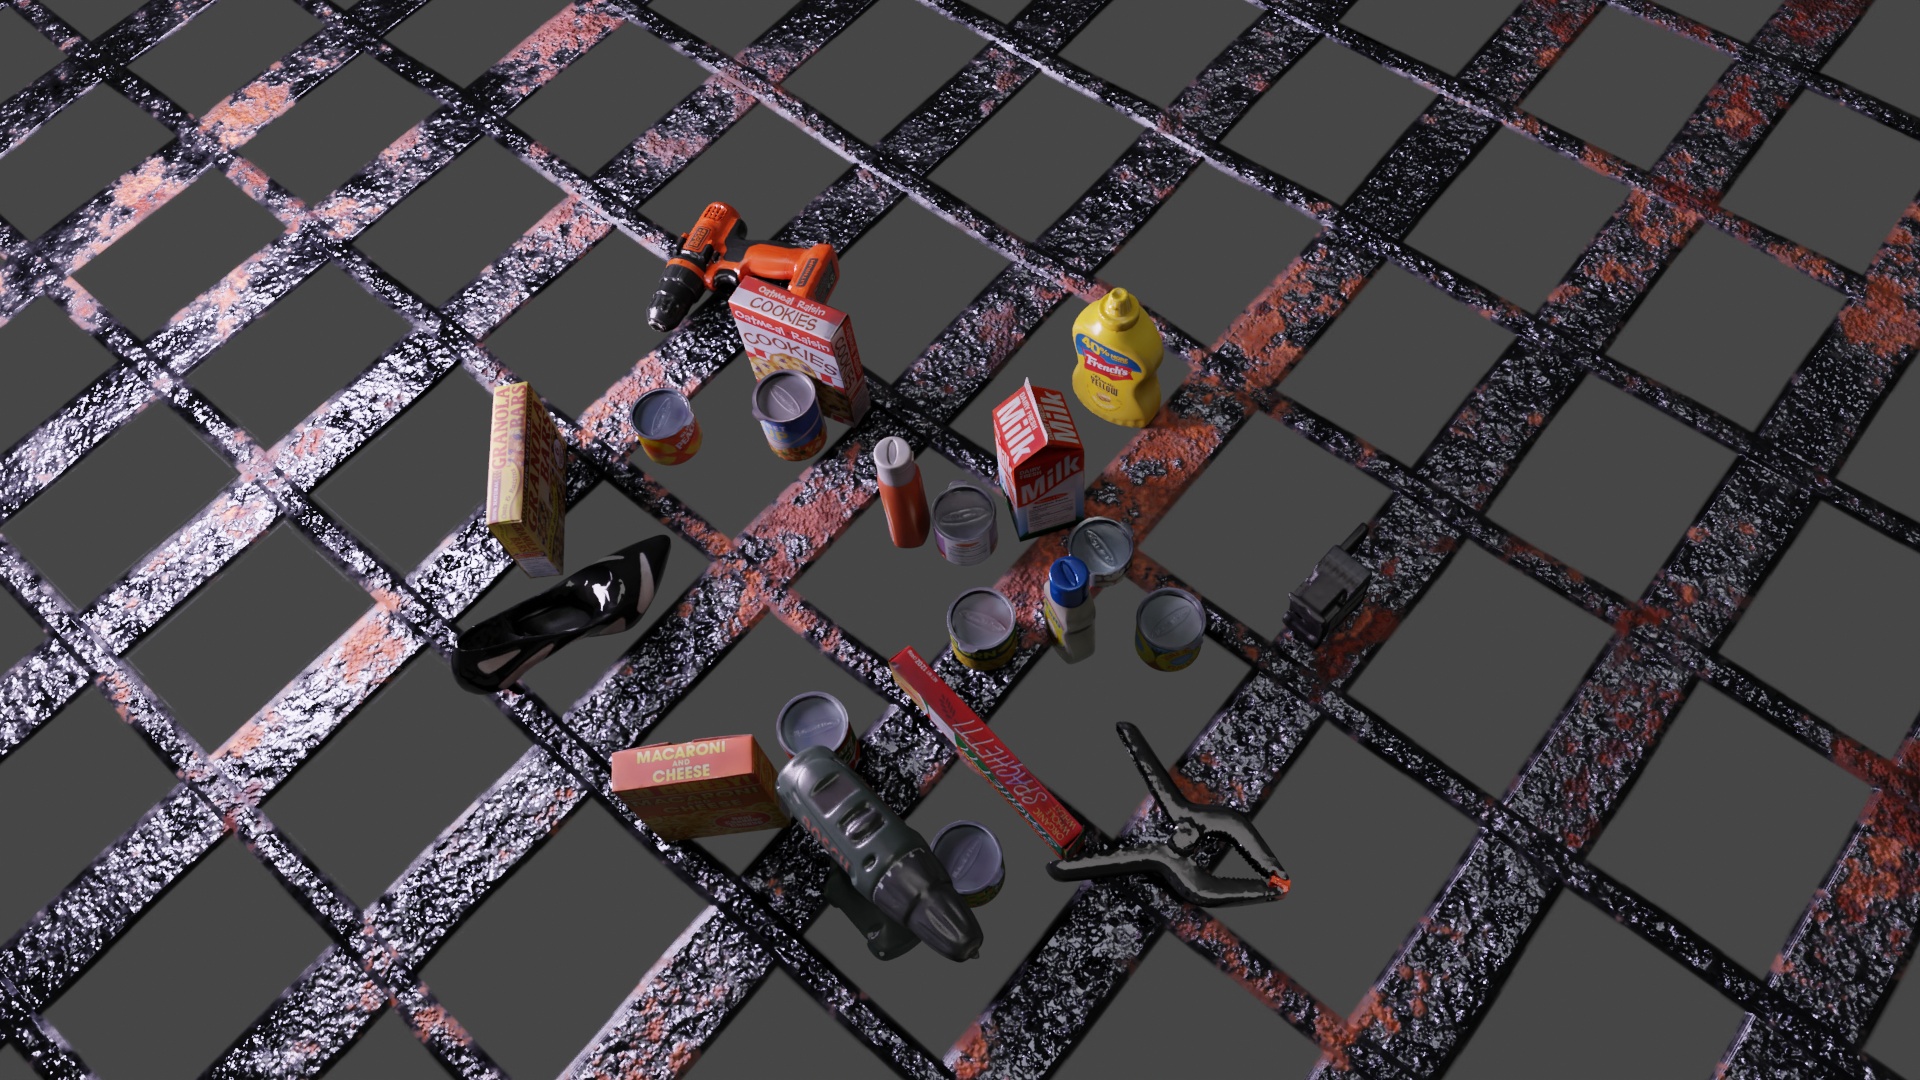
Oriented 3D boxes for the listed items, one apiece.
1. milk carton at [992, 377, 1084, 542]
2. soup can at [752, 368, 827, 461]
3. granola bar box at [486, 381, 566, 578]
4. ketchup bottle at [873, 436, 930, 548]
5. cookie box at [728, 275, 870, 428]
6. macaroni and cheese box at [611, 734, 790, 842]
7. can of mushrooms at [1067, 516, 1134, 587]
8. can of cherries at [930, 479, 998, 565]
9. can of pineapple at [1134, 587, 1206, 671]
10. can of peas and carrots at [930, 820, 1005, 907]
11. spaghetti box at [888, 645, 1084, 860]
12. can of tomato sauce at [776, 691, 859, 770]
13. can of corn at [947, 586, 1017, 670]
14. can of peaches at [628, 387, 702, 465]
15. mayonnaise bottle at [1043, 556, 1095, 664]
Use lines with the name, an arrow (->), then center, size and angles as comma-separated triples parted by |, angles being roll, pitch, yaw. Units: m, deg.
milk carton -> 0.078, -0.080, 1.368 | 0.073, 0.189, 0.072 | -16, 62, -3
soup can -> -0.182, -0.131, 1.476 | 0.071, 0.083, 0.071 | -2, 62, 4
granola bar box -> -0.448, -0.061, 1.439 | 0.039, 0.123, 0.166 | -8, 62, 1
ketchup bottle -> -0.058, -0.051, 1.387 | 0.043, 0.148, 0.065 | -3, 62, 3
cookie box -> -0.166, -0.197, 1.463 | 0.123, 0.166, 0.040 | 23, 67, 16
macaroni and cheese box -> -0.229, 0.224, 1.247 | 0.124, 0.165, 0.040 | -8, 62, 1
can of mushrooms -> 0.144, 0.011, 1.403 | 0.071, 0.033, 0.071 | -2, 62, 4
can of cherries -> 0.005, -0.018, 1.415 | 0.071, 0.058, 0.072 | -2, 62, 4
can of pineapple -> 0.203, 0.089, 1.343 | 0.071, 0.057, 0.071 | -2, 62, 4
can of peas and carrots -> 0.009, 0.293, 1.251 | 0.071, 0.058, 0.071 | -2, 62, 4
spaghetti box -> 0.023, 0.199, 1.304 | 0.029, 0.050, 0.250 | -39, 66, -15
can of tomato sauce -> -0.131, 0.189, 1.304 | 0.071, 0.082, 0.071 | -2, 62, 4
can of corn -> 0.021, 0.089, 1.358 | 0.071, 0.058, 0.071 | -2, 62, 4
can of peaches -> -0.315, -0.122, 1.497 | 0.071, 0.057, 0.071 | -2, 62, 4
mayonnaise bottle -> 0.103, 0.063, 1.314 | 0.041, 0.147, 0.065 | -24, 63, -8
